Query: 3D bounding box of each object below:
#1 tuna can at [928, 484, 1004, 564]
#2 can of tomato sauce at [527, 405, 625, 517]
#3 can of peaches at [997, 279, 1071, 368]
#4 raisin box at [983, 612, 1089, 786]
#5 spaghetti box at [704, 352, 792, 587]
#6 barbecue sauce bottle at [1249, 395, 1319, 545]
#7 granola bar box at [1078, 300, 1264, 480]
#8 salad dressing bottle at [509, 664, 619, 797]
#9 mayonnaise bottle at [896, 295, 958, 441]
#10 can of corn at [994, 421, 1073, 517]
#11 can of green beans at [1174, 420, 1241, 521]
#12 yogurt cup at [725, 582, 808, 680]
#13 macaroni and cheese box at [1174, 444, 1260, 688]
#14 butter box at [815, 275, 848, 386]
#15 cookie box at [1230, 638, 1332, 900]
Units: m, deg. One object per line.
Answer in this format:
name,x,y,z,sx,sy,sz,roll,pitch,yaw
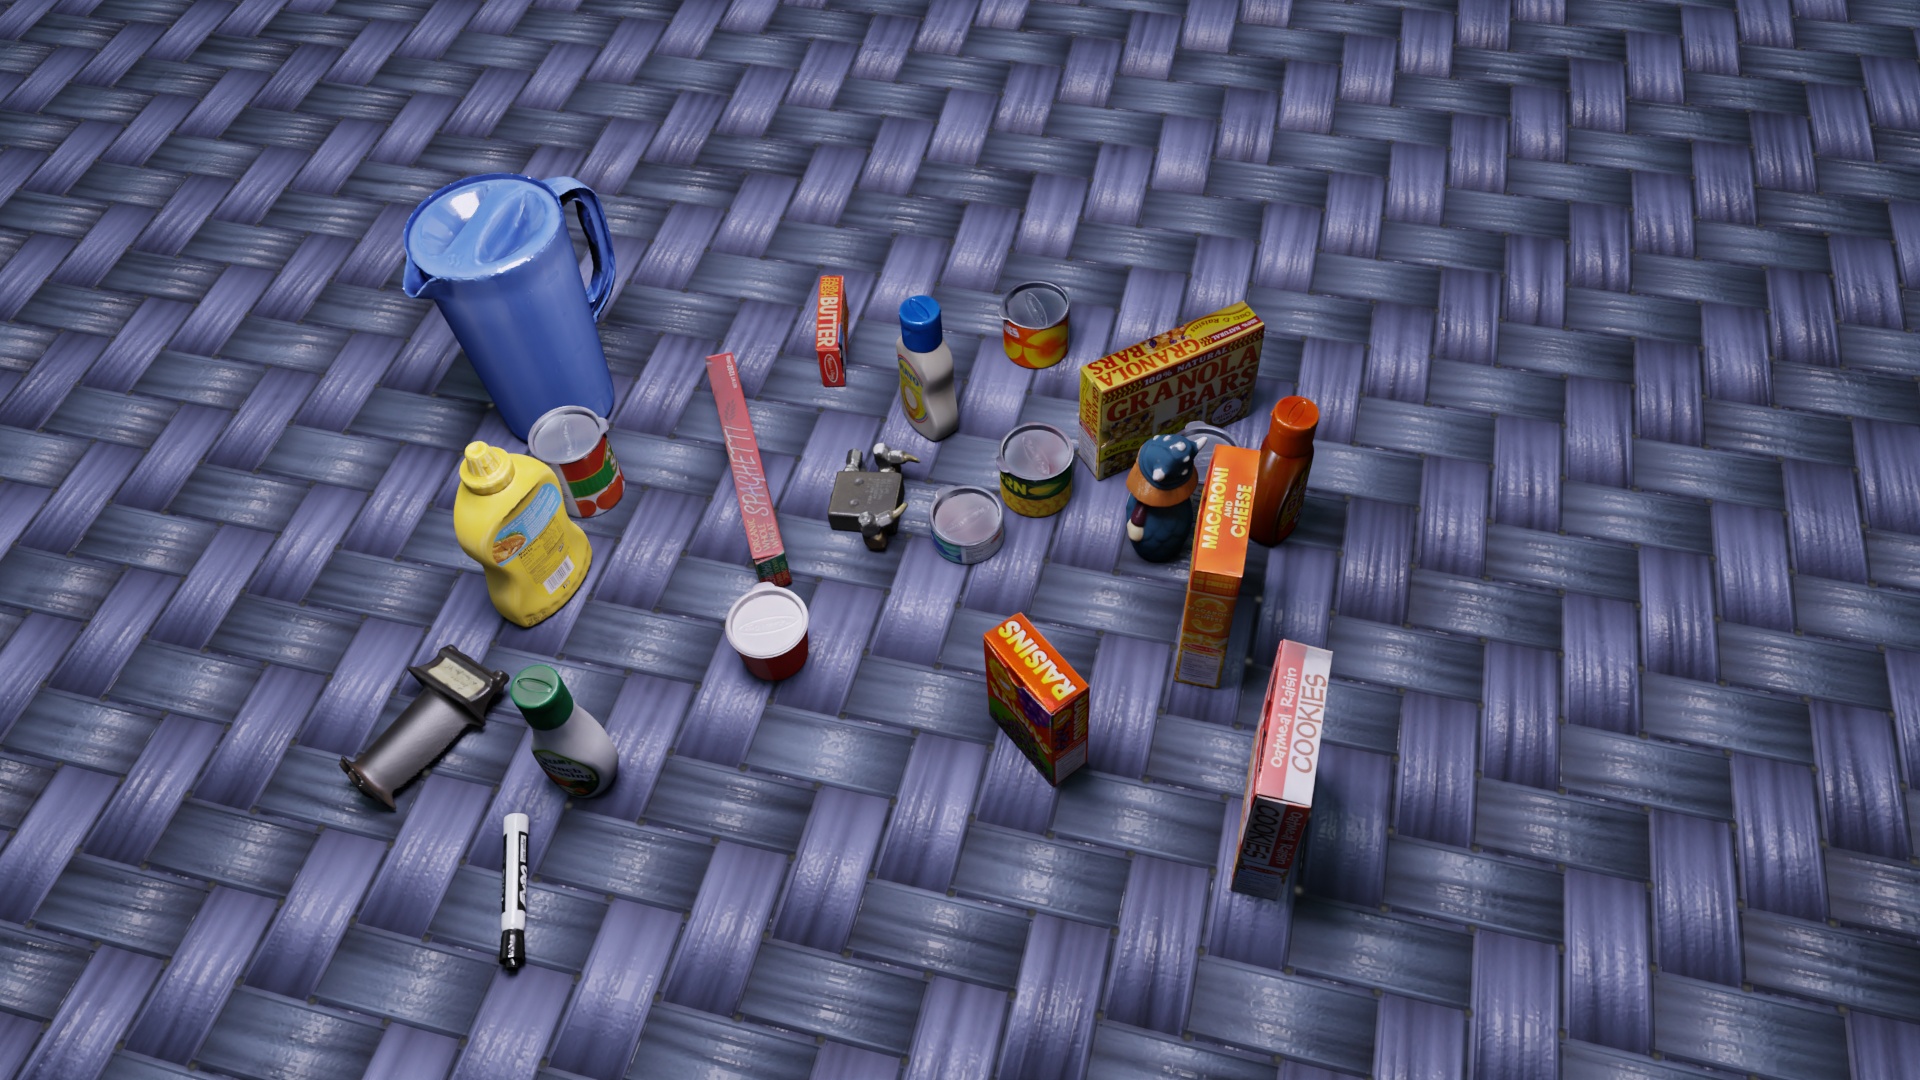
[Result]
tuna can,0.004,-0.015,1.227,0.071,0.032,0.071,-2,54,2
can of tomato sauce,-0.344,-0.071,1.257,0.071,0.082,0.071,-2,54,2
can of peaches,0.071,-0.209,1.346,0.071,0.057,0.071,-2,54,2
raisin box,0.058,0.123,1.068,0.040,0.122,0.086,-31,59,-18
spaghetti box,-0.195,-0.067,1.265,0.029,0.050,0.251,-15,55,-7
barbecue sauce bottle,0.273,-0.061,1.173,0.044,0.147,0.065,27,60,21
granola bar box,0.187,-0.133,1.244,0.166,0.123,0.039,-24,57,-13
salad dressing bottle,-0.303,0.146,1.059,0.064,0.147,0.044,12,56,12
mayonnaise bottle,-0.032,-0.158,1.261,0.041,0.147,0.065,-31,59,-18
can of corn,0.065,-0.062,1.241,0.071,0.058,0.071,-2,54,2
can of green beans,0.214,-0.059,1.230,0.071,0.057,0.071,-2,54,2
yogurt cup,-0.157,0.080,1.155,0.072,0.053,0.073,-2,54,2
macaroni and cheese box,0.203,0.023,1.105,0.040,0.165,0.124,9,56,10
butter box,-0.125,-0.206,1.359,0.024,0.052,0.104,-2,54,2
cookie box,0.228,0.168,0.999,0.040,0.166,0.123,11,56,11
